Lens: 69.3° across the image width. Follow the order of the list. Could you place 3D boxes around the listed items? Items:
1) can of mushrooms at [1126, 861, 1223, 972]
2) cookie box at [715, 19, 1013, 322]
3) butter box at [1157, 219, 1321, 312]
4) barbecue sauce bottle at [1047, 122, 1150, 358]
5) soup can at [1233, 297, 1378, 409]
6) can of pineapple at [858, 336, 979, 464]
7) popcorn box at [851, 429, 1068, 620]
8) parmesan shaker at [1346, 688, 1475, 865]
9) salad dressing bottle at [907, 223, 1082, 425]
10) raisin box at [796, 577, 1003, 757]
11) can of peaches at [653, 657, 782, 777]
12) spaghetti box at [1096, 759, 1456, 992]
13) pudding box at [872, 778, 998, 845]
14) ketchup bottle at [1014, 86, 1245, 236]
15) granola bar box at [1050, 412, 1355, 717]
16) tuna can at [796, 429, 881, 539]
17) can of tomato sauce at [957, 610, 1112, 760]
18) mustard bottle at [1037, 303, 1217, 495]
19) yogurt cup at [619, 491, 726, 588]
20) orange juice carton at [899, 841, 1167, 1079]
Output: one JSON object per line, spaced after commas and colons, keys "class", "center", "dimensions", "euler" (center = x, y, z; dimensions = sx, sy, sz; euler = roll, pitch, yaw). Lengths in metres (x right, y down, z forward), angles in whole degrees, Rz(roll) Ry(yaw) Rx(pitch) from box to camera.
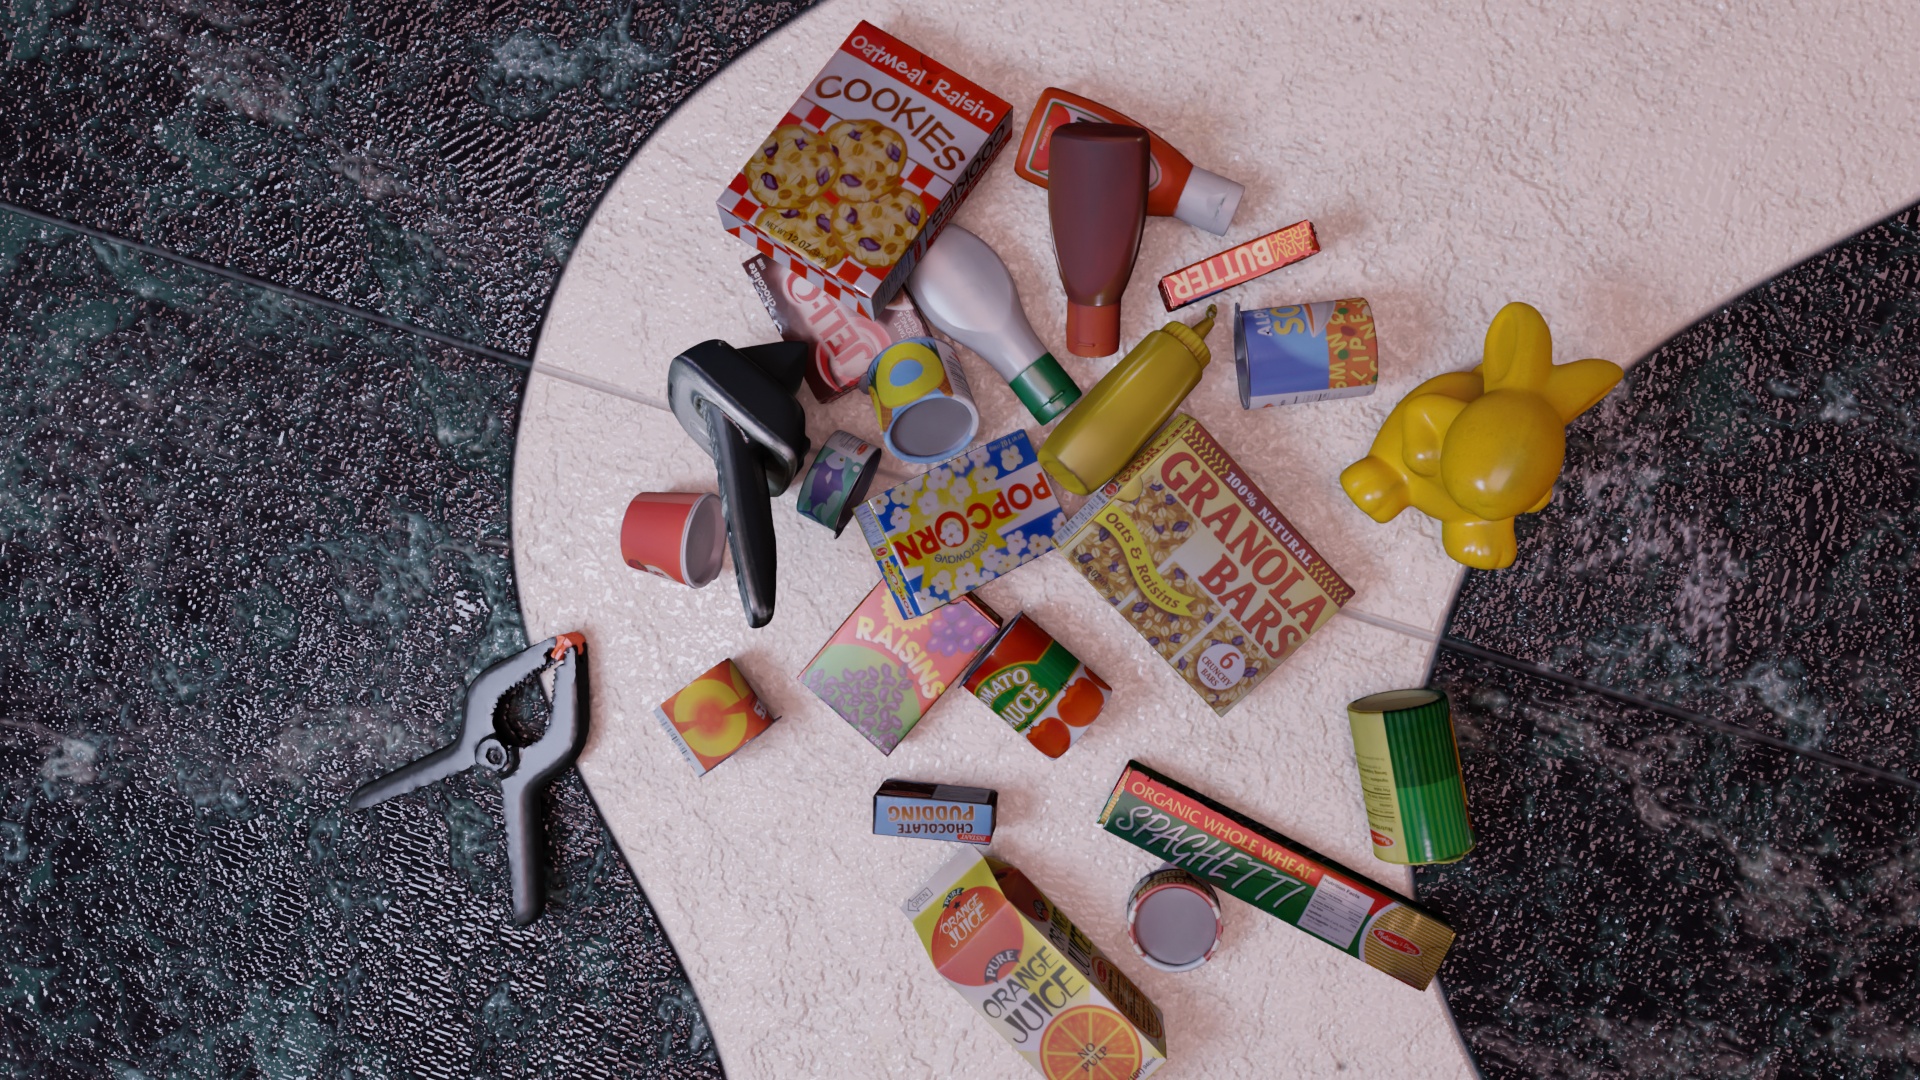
{"class": "can of mushrooms", "center": [0.149, 0.262, 0.969], "dimensions": [0.071, 0.033, 0.071], "euler": [1, 95, 7]}
{"class": "cookie box", "center": [-0.060, -0.245, 0.913], "dimensions": [0.123, 0.040, 0.168], "euler": [32, 76, 9]}
{"class": "butter box", "center": [0.183, -0.181, 0.920], "dimensions": [0.103, 0.053, 0.024], "euler": [-21, 94, 7]}
{"class": "barbecue sauce bottle", "center": [0.089, -0.194, 0.909], "dimensions": [0.065, 0.044, 0.147], "euler": [9, 120, 18]}
{"class": "soup can", "center": [0.226, -0.126, 0.914], "dimensions": [0.084, 0.071, 0.071], "euler": [-6, 94, 6]}
{"class": "can of pineapple", "center": [-0.027, -0.093, 0.932], "dimensions": [0.071, 0.070, 0.058], "euler": [-25, 51, 7]}
{"class": "popcorn box", "center": [0.003, -0.012, 0.932], "dimensions": [0.127, 0.038, 0.085], "euler": [-26, 92, -22]}
{"class": "parmesan shaker", "center": [0.302, 0.156, 0.926], "dimensions": [0.071, 0.071, 0.103], "euler": [-11, 93, 7]}
{"class": "salad dressing bottle", "center": [0.023, -0.145, 0.945], "dimensions": [0.064, 0.044, 0.147], "euler": [-39, 91, -2]}
{"class": "raisin box", "center": [-0.041, 0.075, 0.970], "dimensions": [0.086, 0.040, 0.123], "euler": [42, 97, 2]}
{"class": "can of peaches", "center": [-0.171, 0.122, 0.975], "dimensions": [0.071, 0.071, 0.058], "euler": [-36, 90, 8]}
{"class": "spaghetti box", "center": [0.216, 0.229, 0.961], "dimensions": [0.250, 0.029, 0.050], "euler": [27, 97, 3]}
{"class": "pudding box", "center": [-0.017, 0.189, 0.972], "dimensions": [0.084, 0.050, 0.030], "euler": [5, 94, 5]}
{"class": "ketchup bottle", "center": [0.114, -0.247, 0.927], "dimensions": [0.149, 0.044, 0.064], "euler": [23, 106, 3]}
{"class": "granola bar box", "center": [0.162, 0.017, 0.925], "dimensions": [0.124, 0.039, 0.165], "euler": [-44, 102, 4]}
{"class": "tuna can", "center": [-0.084, -0.039, 0.953], "dimensions": [0.033, 0.071, 0.071], "euler": [27, 97, 4]}
{"class": "can of tomato sauce", "center": [0.051, 0.101, 0.948], "dimensions": [0.083, 0.071, 0.071], "euler": [40, 97, 1]}
{"class": "mustard bottle", "center": [0.121, -0.099, 0.927], "dimensions": [0.160, 0.065, 0.049], "euler": [-46, 101, -7]}
{"class": "yogurt cup", "center": [-0.201, -0.004, 0.969], "dimensions": [0.054, 0.072, 0.072], "euler": [9, 96, 13]}
{"class": "orange juice carton", "center": [0.050, 0.299, 0.961], "dimensions": [0.193, 0.073, 0.071], "euler": [45, 98, 1]}
